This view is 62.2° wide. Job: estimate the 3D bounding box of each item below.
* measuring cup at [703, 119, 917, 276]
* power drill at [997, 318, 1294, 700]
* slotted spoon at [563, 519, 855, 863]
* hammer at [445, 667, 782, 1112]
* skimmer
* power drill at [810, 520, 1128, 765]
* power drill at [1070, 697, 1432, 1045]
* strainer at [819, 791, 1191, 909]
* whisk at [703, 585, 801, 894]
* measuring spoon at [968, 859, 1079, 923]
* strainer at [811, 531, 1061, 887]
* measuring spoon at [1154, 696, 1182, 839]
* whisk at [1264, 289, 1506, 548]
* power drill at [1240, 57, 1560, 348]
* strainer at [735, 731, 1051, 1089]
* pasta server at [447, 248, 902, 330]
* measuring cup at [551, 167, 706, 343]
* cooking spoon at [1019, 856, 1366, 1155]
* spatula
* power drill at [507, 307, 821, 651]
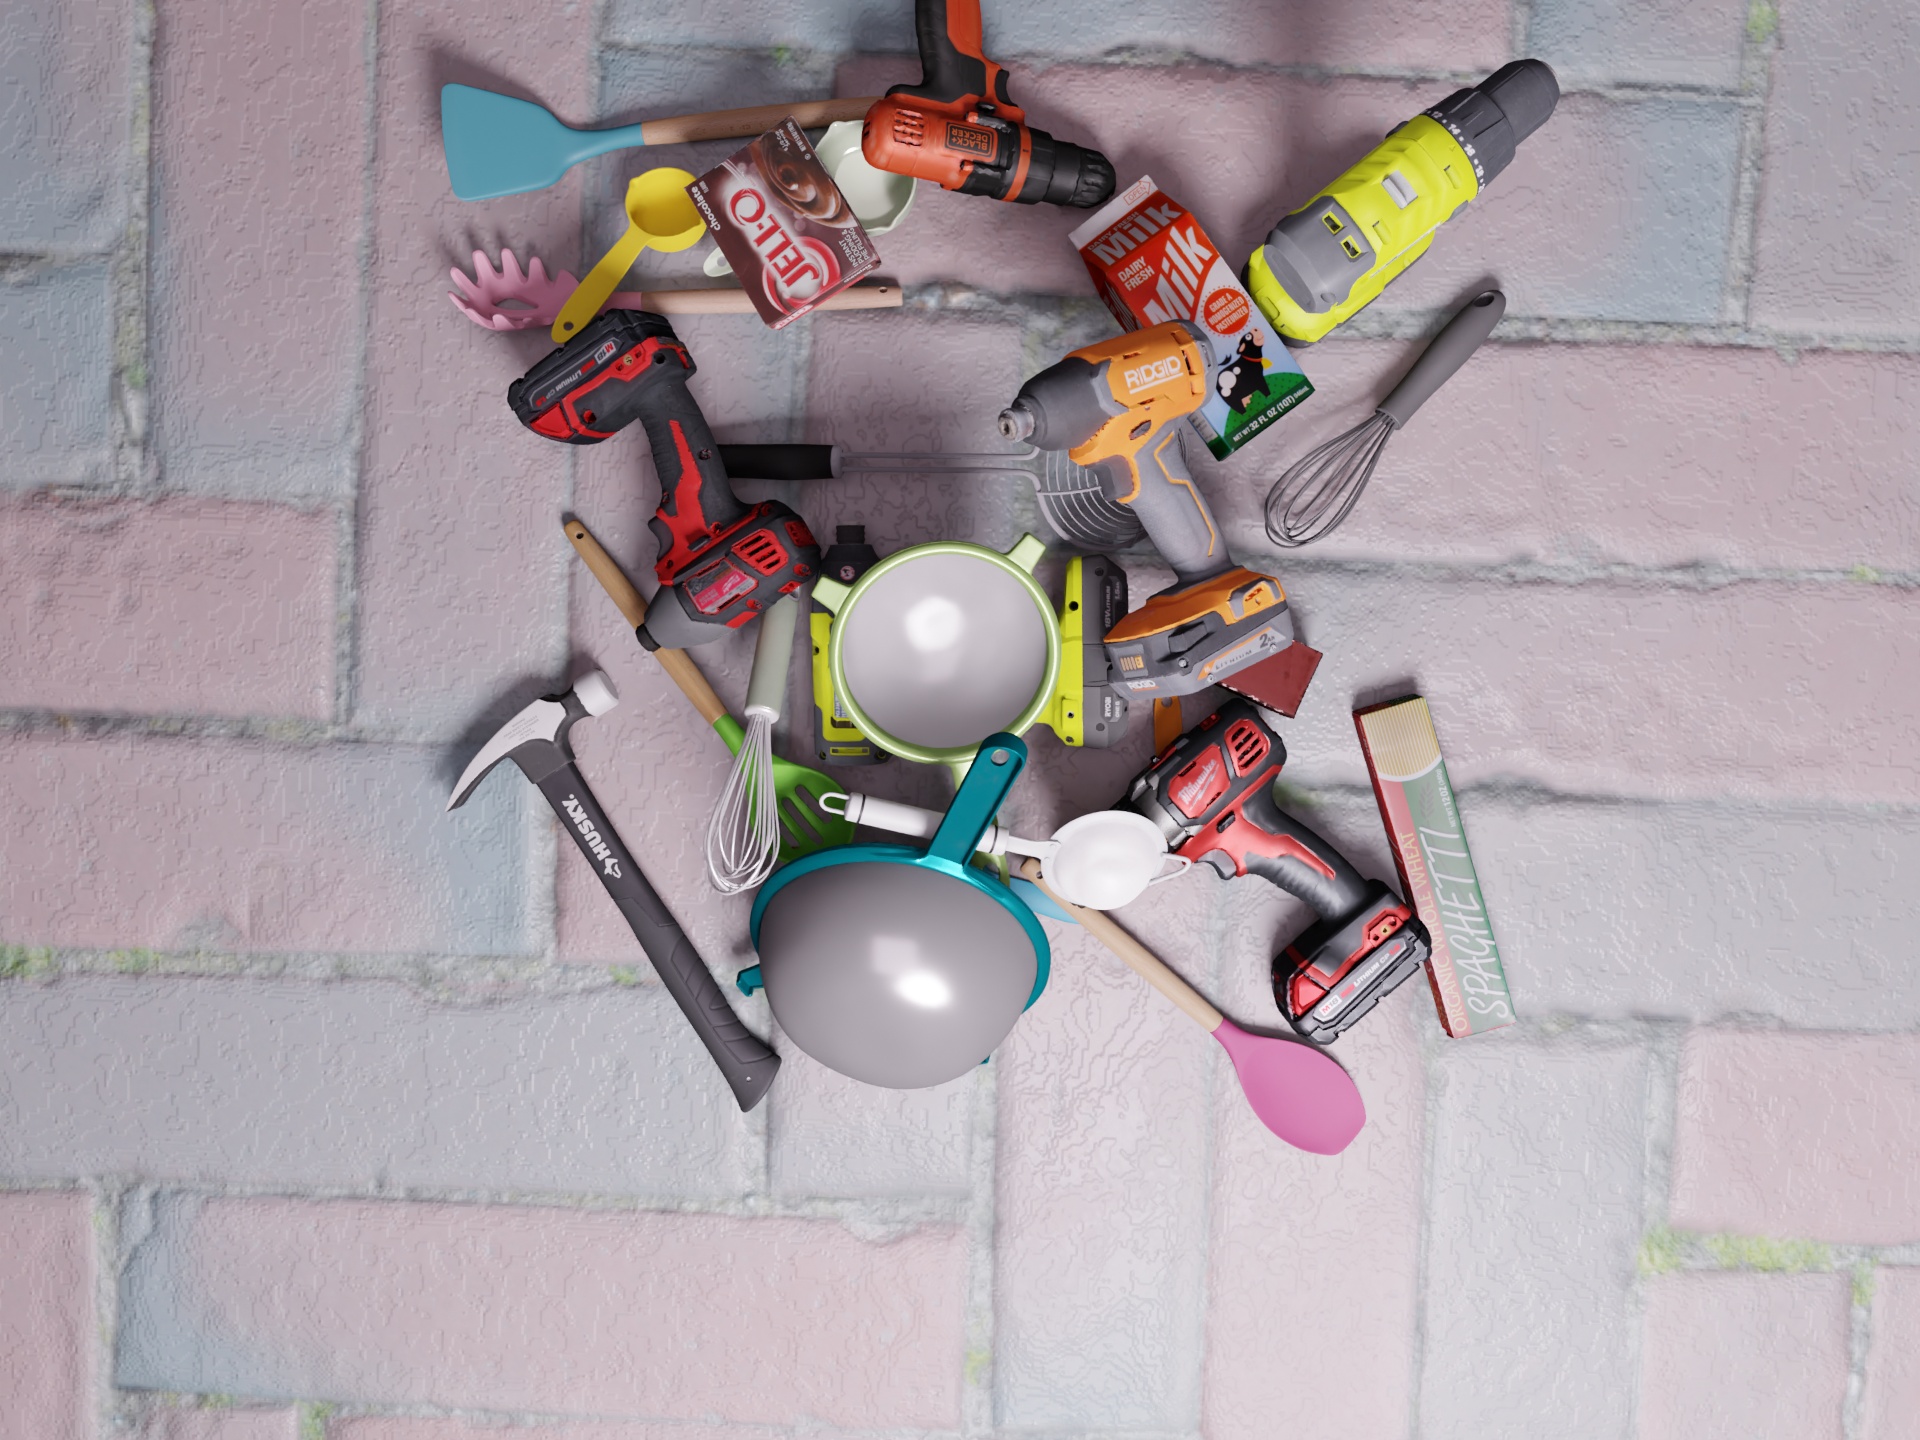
[{"bbox_3d":[-0.106,-0.358,1.125,0.167,0.038,0.083,-29,93,7],"label":"measuring cup"},{"bbox_3d":[0.116,-0.132,1.024,0.164,0.084,0.226,-24,99,-32],"label":"power drill"},{"bbox_3d":[-0.185,-0.022,1.133,0.070,0.031,0.314,-37,83,-15],"label":"slotted spoon"},{"bbox_3d":[-0.237,0.140,1.159,0.146,0.035,0.335,-32,93,2],"label":"hammer"},{"bbox_3d":[-0.021,-0.186,1.136,0.363,0.090,0.127,3,106,11],"label":"skimmer"},{"bbox_3d":[0.006,-0.056,1.122,0.223,0.080,0.171,0,95,4],"label":"power drill"},{"bbox_3d":[0.197,0.121,1.123,0.188,0.080,0.226,-41,93,3],"label":"power drill"},{"bbox_3d":[0.032,0.083,1.049,0.258,0.050,0.086,14,125,-8],"label":"strainer"},{"bbox_3d":[-0.139,0.004,1.098,0.059,0.057,0.246,-16,56,38],"label":"whisk"},{"bbox_3d":[0.038,0.125,1.158,0.128,0.021,0.042,19,94,0],"label":"measuring spoon"},{"bbox_3d":[-0.002,-0.003,1.069,0.151,0.069,0.256,-12,111,-1],"label":"strainer"},{"bbox_3d":[0.151,0.030,1.158,0.021,0.011,0.117,-2,90,-8],"label":"measuring spoon"},{"bbox_3d":[0.301,-0.214,1.123,0.055,0.055,0.239,43,89,-2],"label":"whisk"},{"bbox_3d":[0.272,-0.326,1.021,0.190,0.228,0.080,-38,92,3],"label":"power drill"},{"bbox_3d":[-0.028,0.144,1.028,0.211,0.095,0.340,19,136,-7],"label":"strainer"},{"bbox_3d":[-0.199,-0.302,1.128,0.316,0.040,0.060,-1,64,0],"label":"pasta server"},{"bbox_3d":[-0.234,-0.319,1.113,0.062,0.029,0.156,33,78,7],"label":"measuring cup"},{"bbox_3d":[0.167,0.205,1.159,0.319,0.017,0.069,40,91,-4],"label":"cooking spoon"},{"bbox_3d":[-0.199,-0.418,1.118,0.317,0.044,0.082,-6,90,1],"label":"spatula"},{"bbox_3d":[-0.207,-0.159,1.098,0.143,0.078,0.219,-32,90,16],"label":"power drill"}]
